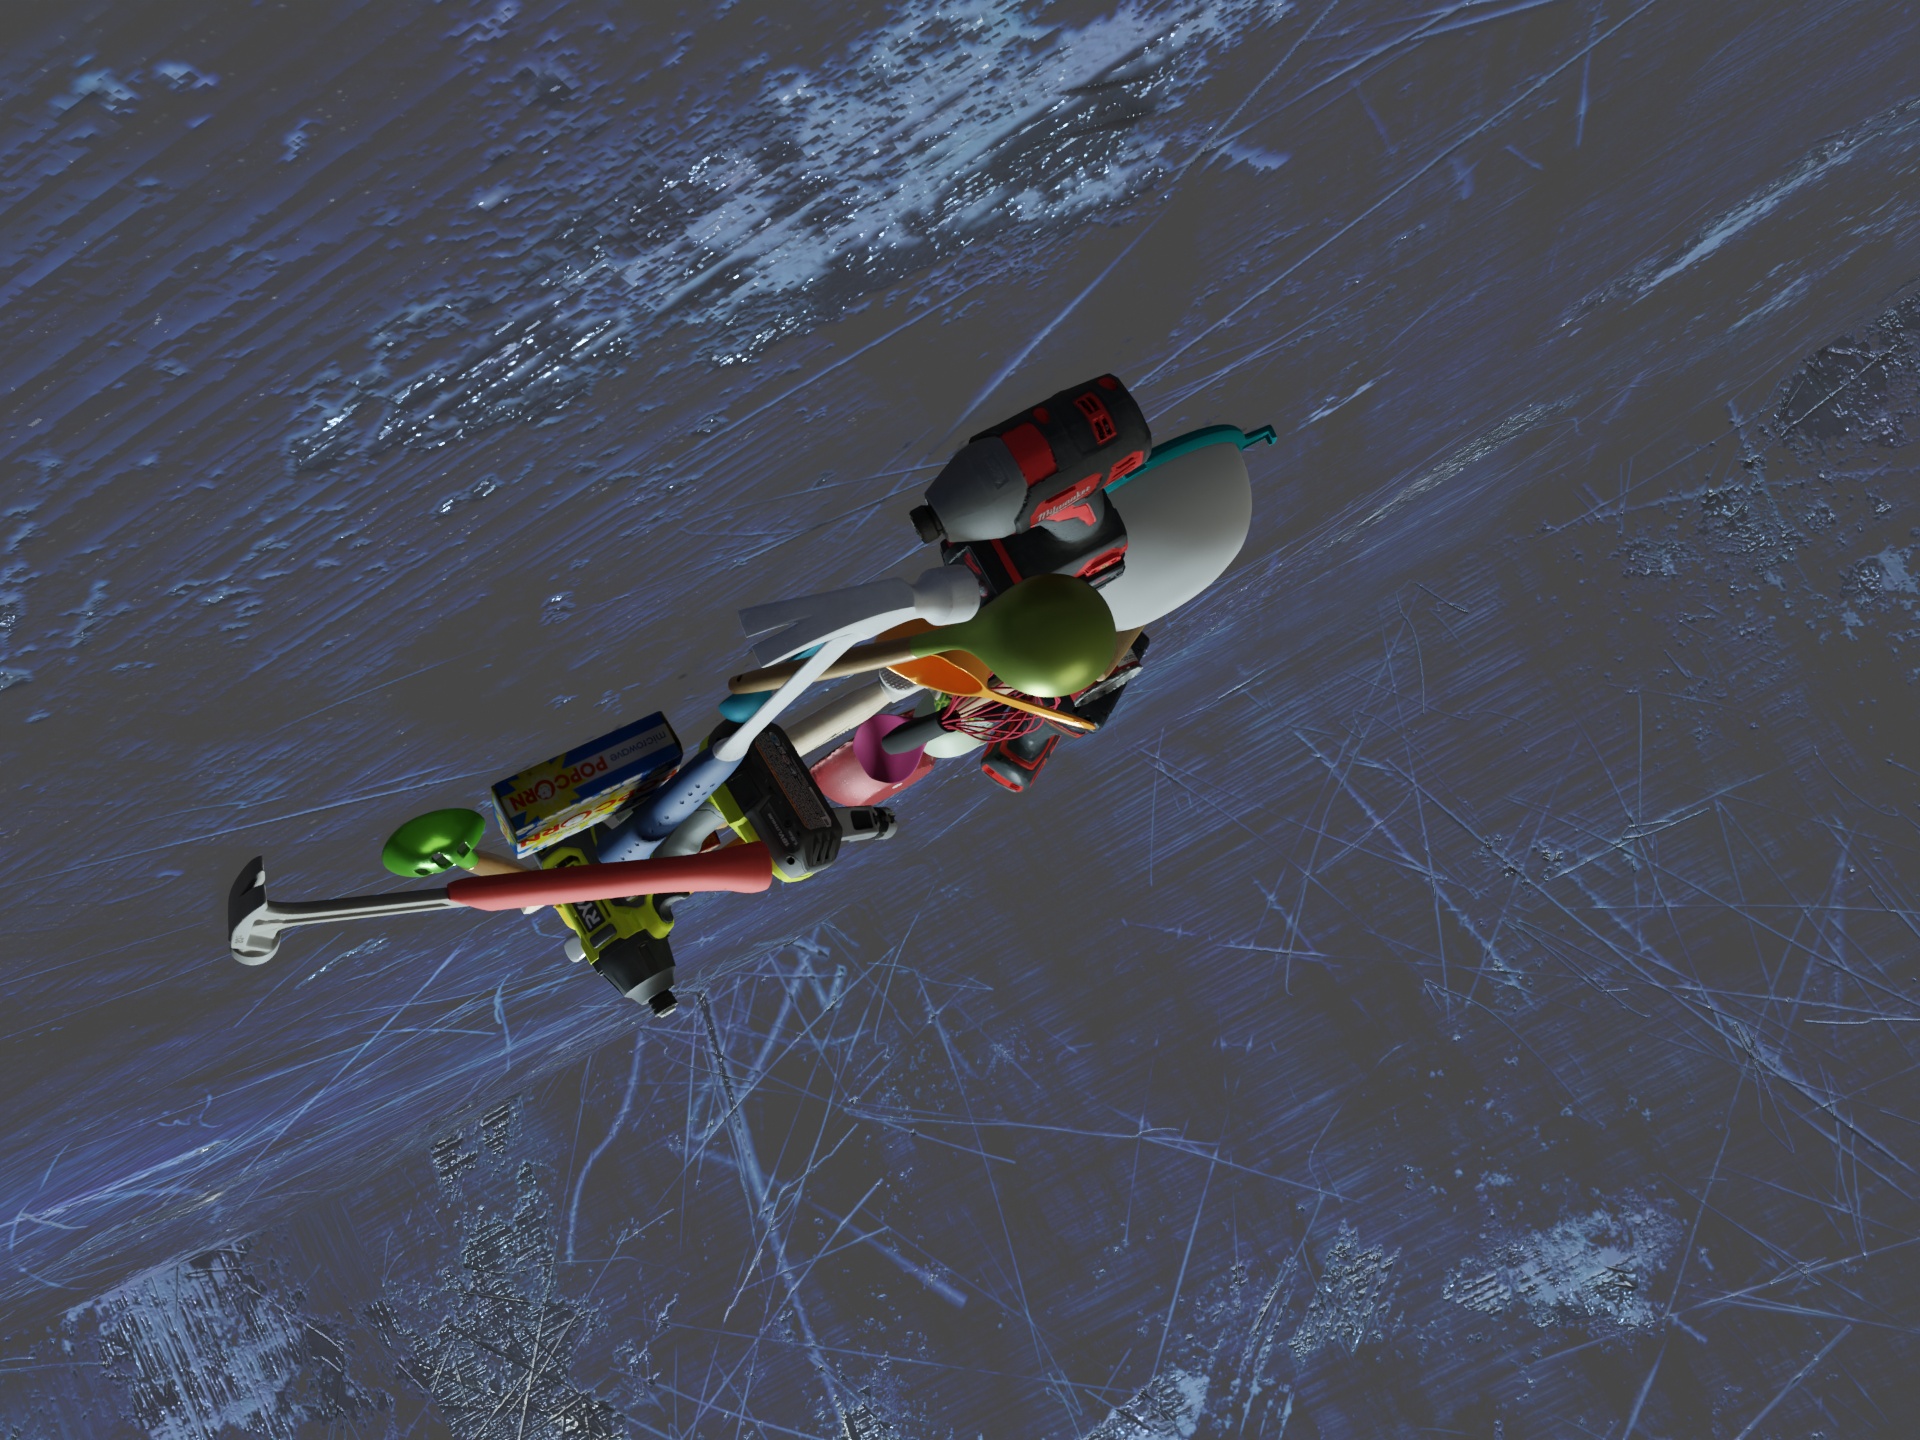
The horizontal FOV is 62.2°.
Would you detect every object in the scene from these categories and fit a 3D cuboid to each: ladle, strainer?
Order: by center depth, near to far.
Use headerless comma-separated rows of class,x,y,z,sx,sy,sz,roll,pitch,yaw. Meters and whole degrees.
ladle,-0.037,-0.037,1.016,0.320,0.078,0.062,-9,146,44
strainer,0.109,-0.101,1.265,0.211,0.095,0.340,-21,167,-45
ladle,0.163,-0.104,1.360,0.069,0.031,0.315,-30,-168,33

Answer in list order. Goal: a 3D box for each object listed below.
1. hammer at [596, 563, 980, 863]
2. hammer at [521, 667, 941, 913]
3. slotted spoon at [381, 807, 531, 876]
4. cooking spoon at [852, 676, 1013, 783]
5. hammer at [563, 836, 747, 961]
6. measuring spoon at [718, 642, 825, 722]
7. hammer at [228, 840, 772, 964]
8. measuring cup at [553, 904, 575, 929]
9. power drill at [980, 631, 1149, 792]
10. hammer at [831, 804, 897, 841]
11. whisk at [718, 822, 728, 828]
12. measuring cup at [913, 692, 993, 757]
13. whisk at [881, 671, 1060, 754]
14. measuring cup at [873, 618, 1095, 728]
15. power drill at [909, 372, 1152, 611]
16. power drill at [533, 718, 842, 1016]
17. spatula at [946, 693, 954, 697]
hammer,-0.149,0.014,1.022,0.144,0.035,0.405,-13,164,-39
hammer,-0.201,0.055,1.371,0.410,0.038,0.146,-29,173,4
slotted spoon,-0.358,0.104,1.184,0.070,0.031,0.313,-31,173,-7
cooking spoon,-0.003,-0.009,1.436,0.017,0.069,0.319,-31,-178,-42
hammer,-0.293,0.178,1.795,0.337,0.034,0.127,-33,170,22
measuring spoon,-0.123,-0.031,1.161,0.128,0.021,0.042,-32,171,25
hammer,-0.294,0.111,1.067,0.359,0.037,0.149,-3,160,-30
measuring cup,-0.320,0.150,1.422,0.062,0.029,0.156,-26,-171,2
power drill,0.104,-0.039,1.541,0.188,0.080,0.226,-59,-178,-22
hammer,-0.235,0.143,1.557,0.335,0.035,0.146,-19,169,25
whisk,-0.214,0.085,1.517,0.245,0.051,0.047,-8,136,-57
measuring cup,0.019,-0.032,1.562,0.083,0.038,0.167,21,-123,42
whisk,-0.002,-0.004,1.349,0.073,0.073,0.296,-25,-179,-28
measuring cup,0.024,-0.044,1.153,0.095,0.173,0.052,137,-28,-75
power drill,0.040,-0.126,0.981,0.143,0.078,0.219,-29,169,-3
power drill,-0.210,0.114,1.244,0.223,0.171,0.080,-35,170,17
spatula,0.013,-0.069,1.252,0.082,0.044,0.317,-10,162,-11
